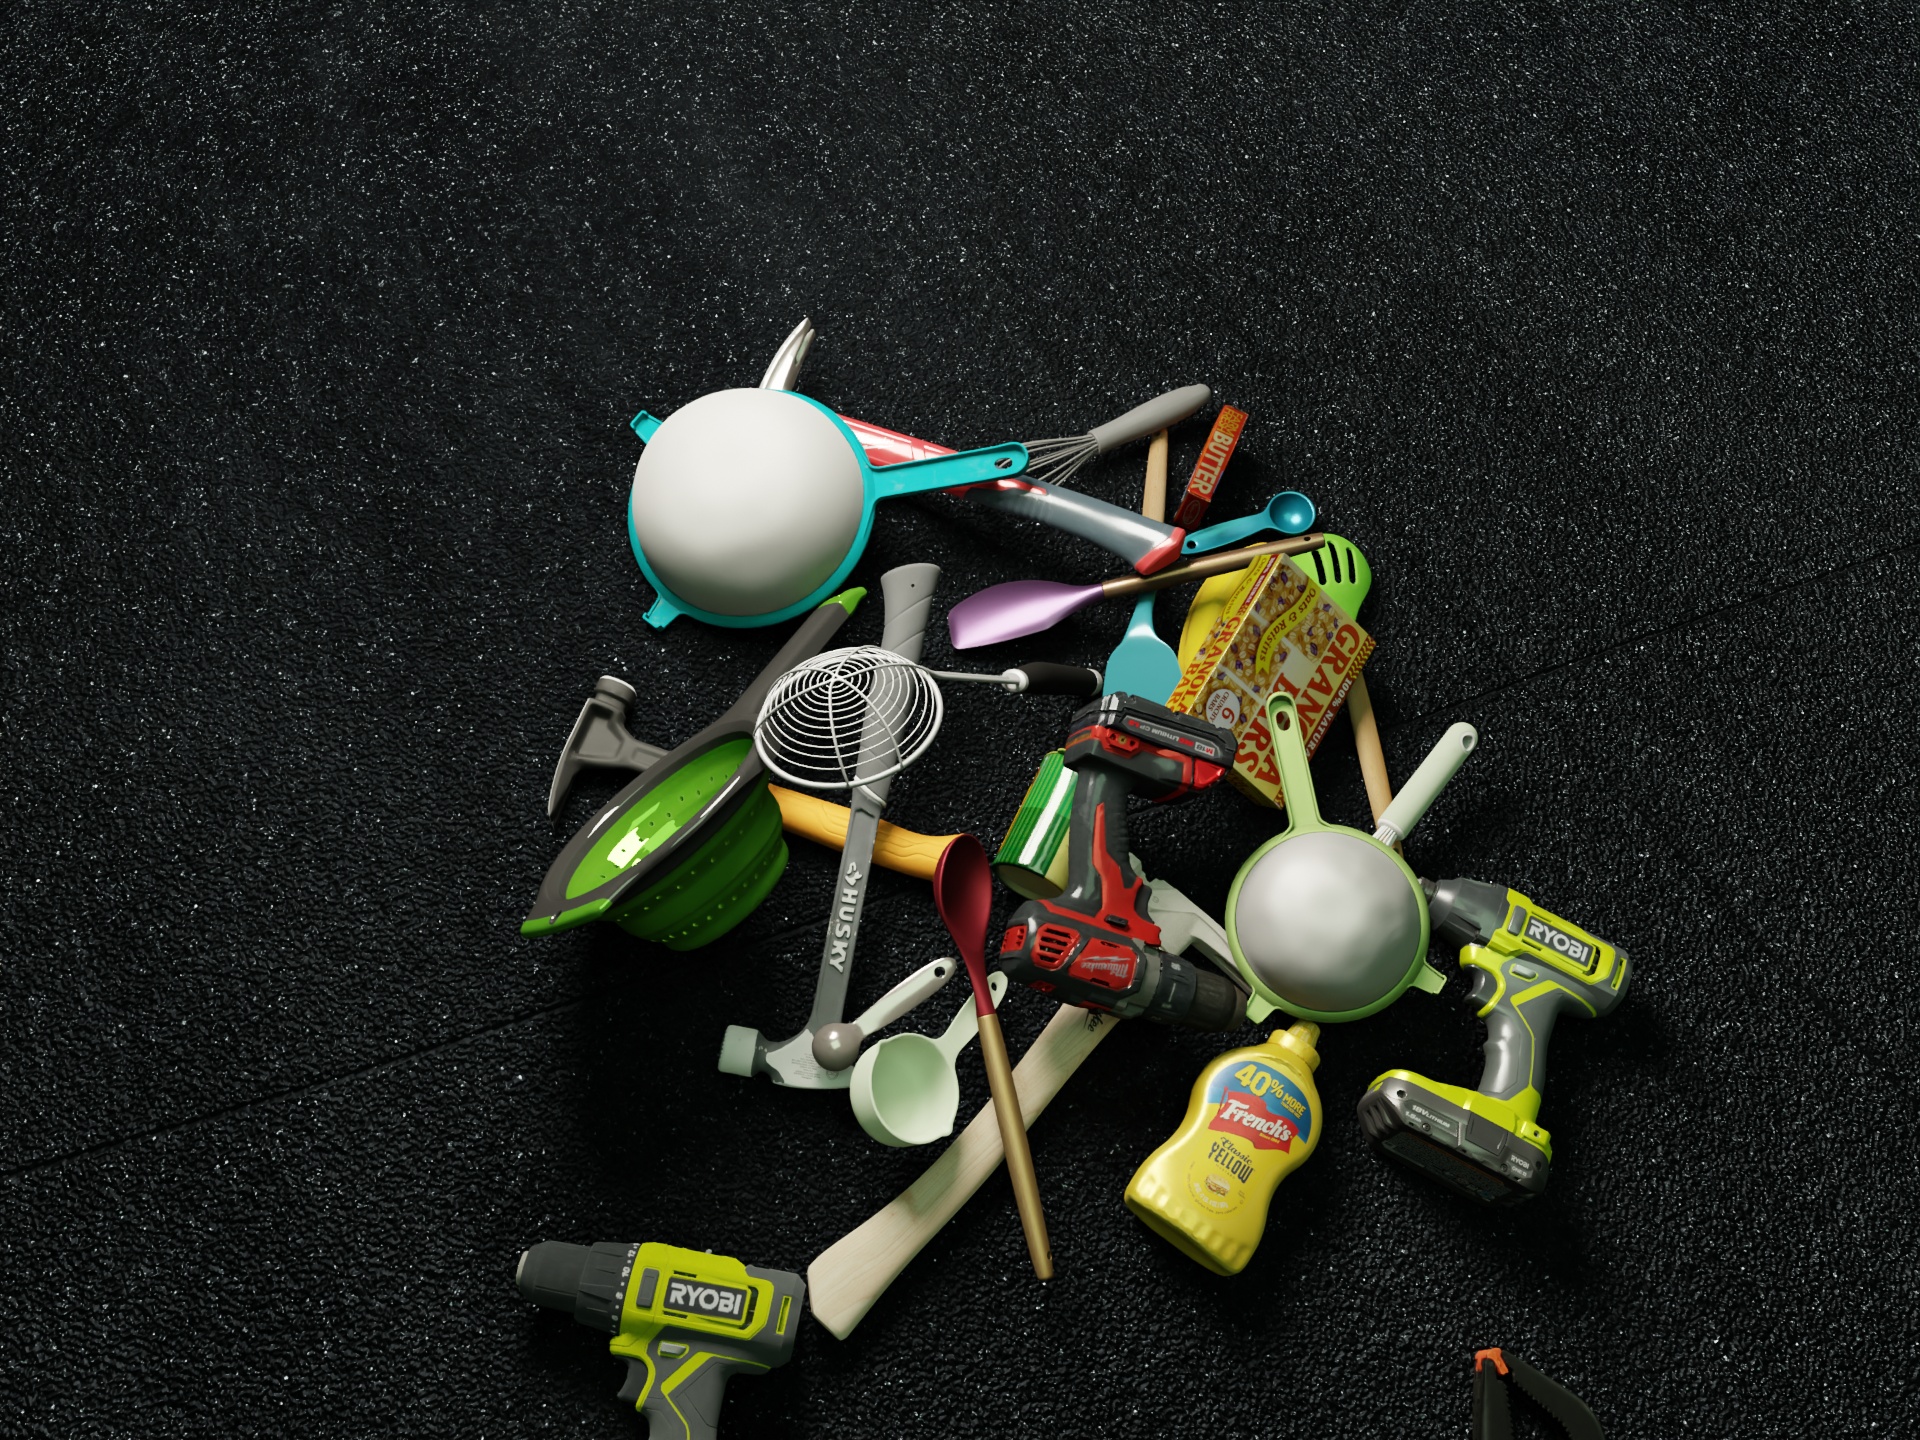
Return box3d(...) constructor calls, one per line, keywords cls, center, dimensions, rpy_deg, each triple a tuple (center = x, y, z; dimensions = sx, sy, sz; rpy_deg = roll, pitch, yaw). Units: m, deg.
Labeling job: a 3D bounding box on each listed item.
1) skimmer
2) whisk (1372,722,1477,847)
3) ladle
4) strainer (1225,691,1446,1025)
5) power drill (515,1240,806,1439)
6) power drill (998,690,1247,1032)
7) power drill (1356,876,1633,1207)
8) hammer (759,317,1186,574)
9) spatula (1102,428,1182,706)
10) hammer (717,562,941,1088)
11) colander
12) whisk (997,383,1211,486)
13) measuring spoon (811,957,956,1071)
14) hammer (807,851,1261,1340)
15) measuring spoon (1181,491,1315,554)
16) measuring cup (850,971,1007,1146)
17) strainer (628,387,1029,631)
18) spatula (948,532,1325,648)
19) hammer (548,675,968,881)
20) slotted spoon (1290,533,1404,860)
box3d(cls="skimmer", center=(-0.002, -0.004, 1.175), dimensions=(0.127, 0.363, 0.090), rpy_deg=(25, 103, 32))
box3d(cls="whisk", center=(0.335, 0.092, 1.258), dimensions=(0.246, 0.059, 0.057), rpy_deg=(-48, 111, -17))
box3d(cls="ladle", center=(0.026, 0.237, 1.137), dimensions=(0.031, 0.069, 0.316), rpy_deg=(-22, 72, 31))
box3d(cls="strainer", center=(0.264, 0.094, 1.187), dimensions=(0.151, 0.069, 0.256), rpy_deg=(-10, 73, 5))
box3d(cls="power drill", center=(-0.215, 0.457, 1.034), dimensions=(0.190, 0.080, 0.229), rpy_deg=(11, 63, -1))
box3d(cls="power drill", center=(0.141, 0.112, 1.174), dimensions=(0.187, 0.080, 0.227), rpy_deg=(20, 72, -13))
box3d(cls="power drill", center=(0.393, 0.233, 1.201), dimensions=(0.171, 0.080, 0.223), rpy_deg=(27, 62, 6))
box3d(cls="hammer", center=(0.007, -0.219, 1.331), dimensions=(0.386, 0.038, 0.143), rpy_deg=(20, 81, 13))
box3d(cls="spatula", center=(0.163, -0.126, 1.355), dimensions=(0.082, 0.044, 0.318), rpy_deg=(-8, 54, 25))
box3d(cls="hammer", center=(-0.067, 0.074, 1.200), dimensions=(0.149, 0.036, 0.409), rpy_deg=(12, 77, -4))
box3d(cls="colander", center=(-0.154, 0.044, 1.176), dimensions=(0.094, 0.204, 0.397), rpy_deg=(52, 47, -19))
box3d(cls="whisk", center=(0.119, -0.245, 1.393), dimensions=(0.239, 0.055, 0.055), rpy_deg=(-26, 71, -14))
box3d(cls="measuring spoon", center=(-0.053, 0.209, 1.147), dimensions=(0.124, 0.018, 0.034), rpy_deg=(-34, 84, -13))
box3d(cls="hammer", center=(0.049, 0.285, 1.160), dimensions=(0.146, 0.038, 0.411), rpy_deg=(41, 69, 11))
box3d(cls="measuring spoon", center=(0.249, -0.166, 1.398), dimensions=(0.128, 0.021, 0.042), rpy_deg=(-18, 68, -4))
box3d(cls="measuring cup", center=(-0.019, 0.237, 1.144), dimensions=(0.083, 0.038, 0.168), rpy_deg=(53, 45, -7))
box3d(cls="strainer", center=(-0.117, -0.196, 1.275), dimensions=(0.340, 0.095, 0.211), rpy_deg=(-8, 75, 8))
box3d(cls="spatula", center=(0.143, -0.114, 1.313), dimensions=(0.316, 0.018, 0.060), rpy_deg=(-12, 55, 7))
box3d(cls="hammer", center=(-0.147, 0.072, 1.235), dimensions=(0.337, 0.034, 0.127), rpy_deg=(18, 65, 2))
box3d(cls="slotted spoon", center=(0.334, -0.024, 1.335), dimensions=(0.070, 0.031, 0.314), rpy_deg=(-4, 68, -6))
